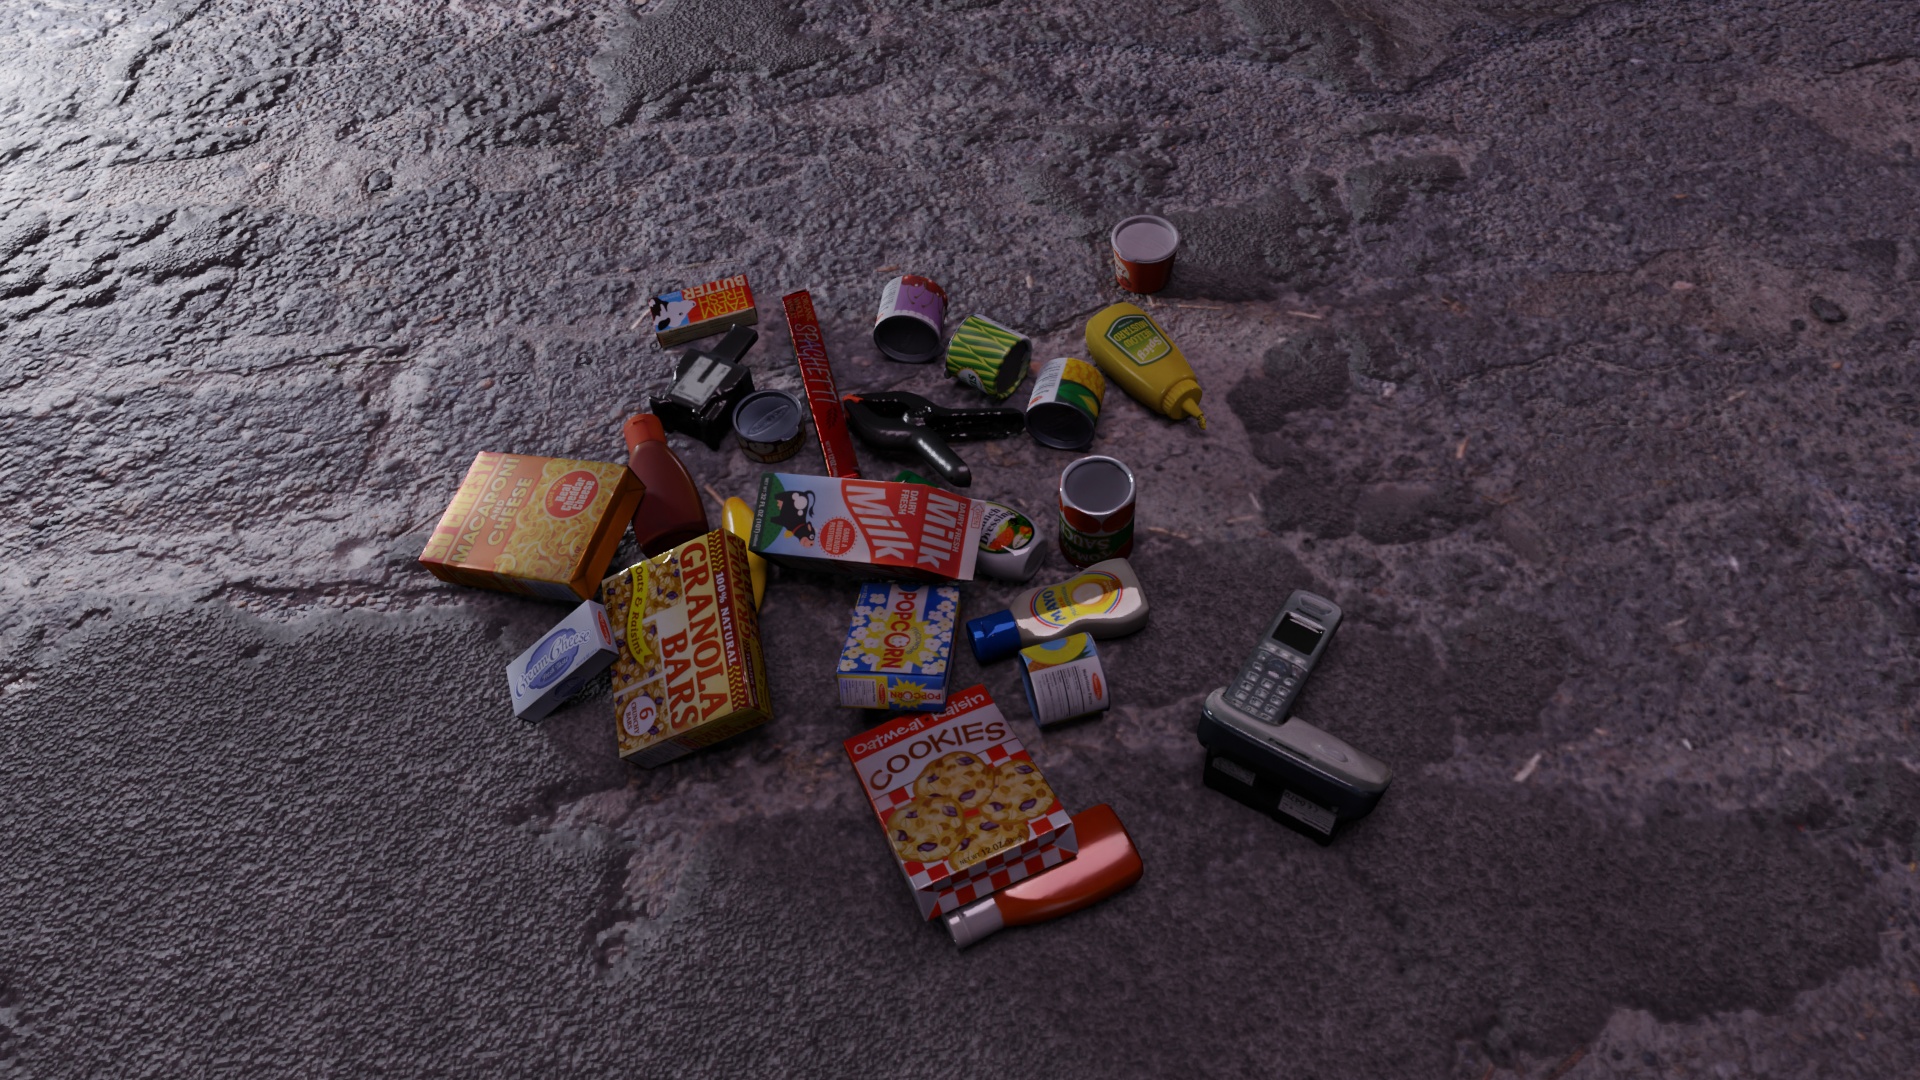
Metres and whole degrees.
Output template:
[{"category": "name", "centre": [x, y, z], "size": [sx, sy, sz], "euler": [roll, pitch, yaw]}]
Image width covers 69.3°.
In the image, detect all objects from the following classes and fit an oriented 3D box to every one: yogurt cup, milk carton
[{"category": "yogurt cup", "centre": [0.185, -0.286, 1.399], "size": [0.072, 0.053, 0.073], "euler": [-2, 54, 3]}, {"category": "milk carton", "centre": [-0.075, -0.009, 1.180], "size": [0.190, 0.073, 0.072], "euler": [6, 78, 17]}]

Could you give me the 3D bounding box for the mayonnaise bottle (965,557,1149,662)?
[{"category": "mayonnaise bottle", "centre": [0.080, 0.064, 1.162], "size": [0.148, 0.041, 0.065], "euler": [-17, 57, -9]}]

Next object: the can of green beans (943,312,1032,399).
[{"category": "can of green beans", "centre": [0.028, -0.175, 1.323], "size": [0.058, 0.071, 0.071], "euler": [29, 61, 22]}]

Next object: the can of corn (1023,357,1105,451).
[{"category": "can of corn", "centre": [0.099, -0.125, 1.284], "size": [0.071, 0.070, 0.058], "euler": [10, 55, 11]}]

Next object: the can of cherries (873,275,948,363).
[{"category": "can of cherries", "centre": [-0.046, -0.216, 1.360], "size": [0.071, 0.071, 0.059], "euler": [4, 54, 7]}]

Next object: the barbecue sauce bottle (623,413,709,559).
[{"category": "barbecue sauce bottle", "centre": [-0.276, -0.053, 1.270], "size": [0.065, 0.043, 0.149], "euler": [-20, 55, -5]}]

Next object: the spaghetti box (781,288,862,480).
[{"category": "spaghetti box", "centre": [-0.131, -0.136, 1.316], "size": [0.029, 0.050, 0.251], "euler": [-14, 54, -7]}]

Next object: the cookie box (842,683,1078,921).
[{"category": "cookie box", "centre": [-0.004, 0.191, 1.049], "size": [0.123, 0.040, 0.168], "euler": [-21, 38, -12]}]

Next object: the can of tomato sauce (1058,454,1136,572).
[{"category": "can of tomato sauce", "centre": [0.117, -0.022, 1.196], "size": [0.071, 0.082, 0.071], "euler": [-2, 54, 3]}]

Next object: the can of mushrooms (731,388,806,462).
[{"category": "can of mushrooms", "centre": [-0.178, -0.106, 1.308], "size": [0.071, 0.033, 0.071], "euler": [-2, 54, 2]}]

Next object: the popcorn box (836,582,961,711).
[{"category": "popcorn box", "centre": [-0.048, 0.085, 1.132], "size": [0.085, 0.038, 0.127], "euler": [1, 32, 6]}]

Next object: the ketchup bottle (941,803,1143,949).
[{"category": "ketchup bottle", "centre": [0.057, 0.252, 1.027], "size": [0.149, 0.043, 0.065], "euler": [-23, 54, -12]}]

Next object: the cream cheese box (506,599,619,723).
[{"category": "cream cheese box", "centre": [-0.329, 0.100, 1.146], "size": [0.103, 0.024, 0.053], "euler": [-38, 53, 16]}]

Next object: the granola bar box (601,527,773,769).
[{"category": "granola bar box", "centre": [-0.225, 0.086, 1.131], "size": [0.124, 0.039, 0.166], "euler": [-23, 60, 15]}]

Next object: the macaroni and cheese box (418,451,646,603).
[{"category": "macaroni and cheese box", "centre": [-0.378, -0.013, 1.228], "size": [0.166, 0.040, 0.124], "euler": [6, 59, 23]}]

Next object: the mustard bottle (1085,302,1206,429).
[{"category": "mustard bottle", "centre": [0.184, -0.160, 1.312], "size": [0.065, 0.048, 0.161], "euler": [-30, 58, -15]}]

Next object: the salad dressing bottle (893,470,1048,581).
[{"category": "salad dressing bottle", "centre": [0.004, -0.015, 1.223], "size": [0.148, 0.043, 0.064], "euler": [28, 58, 22]}]

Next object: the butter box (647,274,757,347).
[{"category": "butter box", "centre": [-0.261, -0.233, 1.411], "size": [0.104, 0.024, 0.053], "euler": [-17, 56, -7]}]

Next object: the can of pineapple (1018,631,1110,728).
[{"category": "can of pineapple", "centre": [0.082, 0.112, 1.114], "size": [0.058, 0.070, 0.071], "euler": [-14, 55, -6]}]
